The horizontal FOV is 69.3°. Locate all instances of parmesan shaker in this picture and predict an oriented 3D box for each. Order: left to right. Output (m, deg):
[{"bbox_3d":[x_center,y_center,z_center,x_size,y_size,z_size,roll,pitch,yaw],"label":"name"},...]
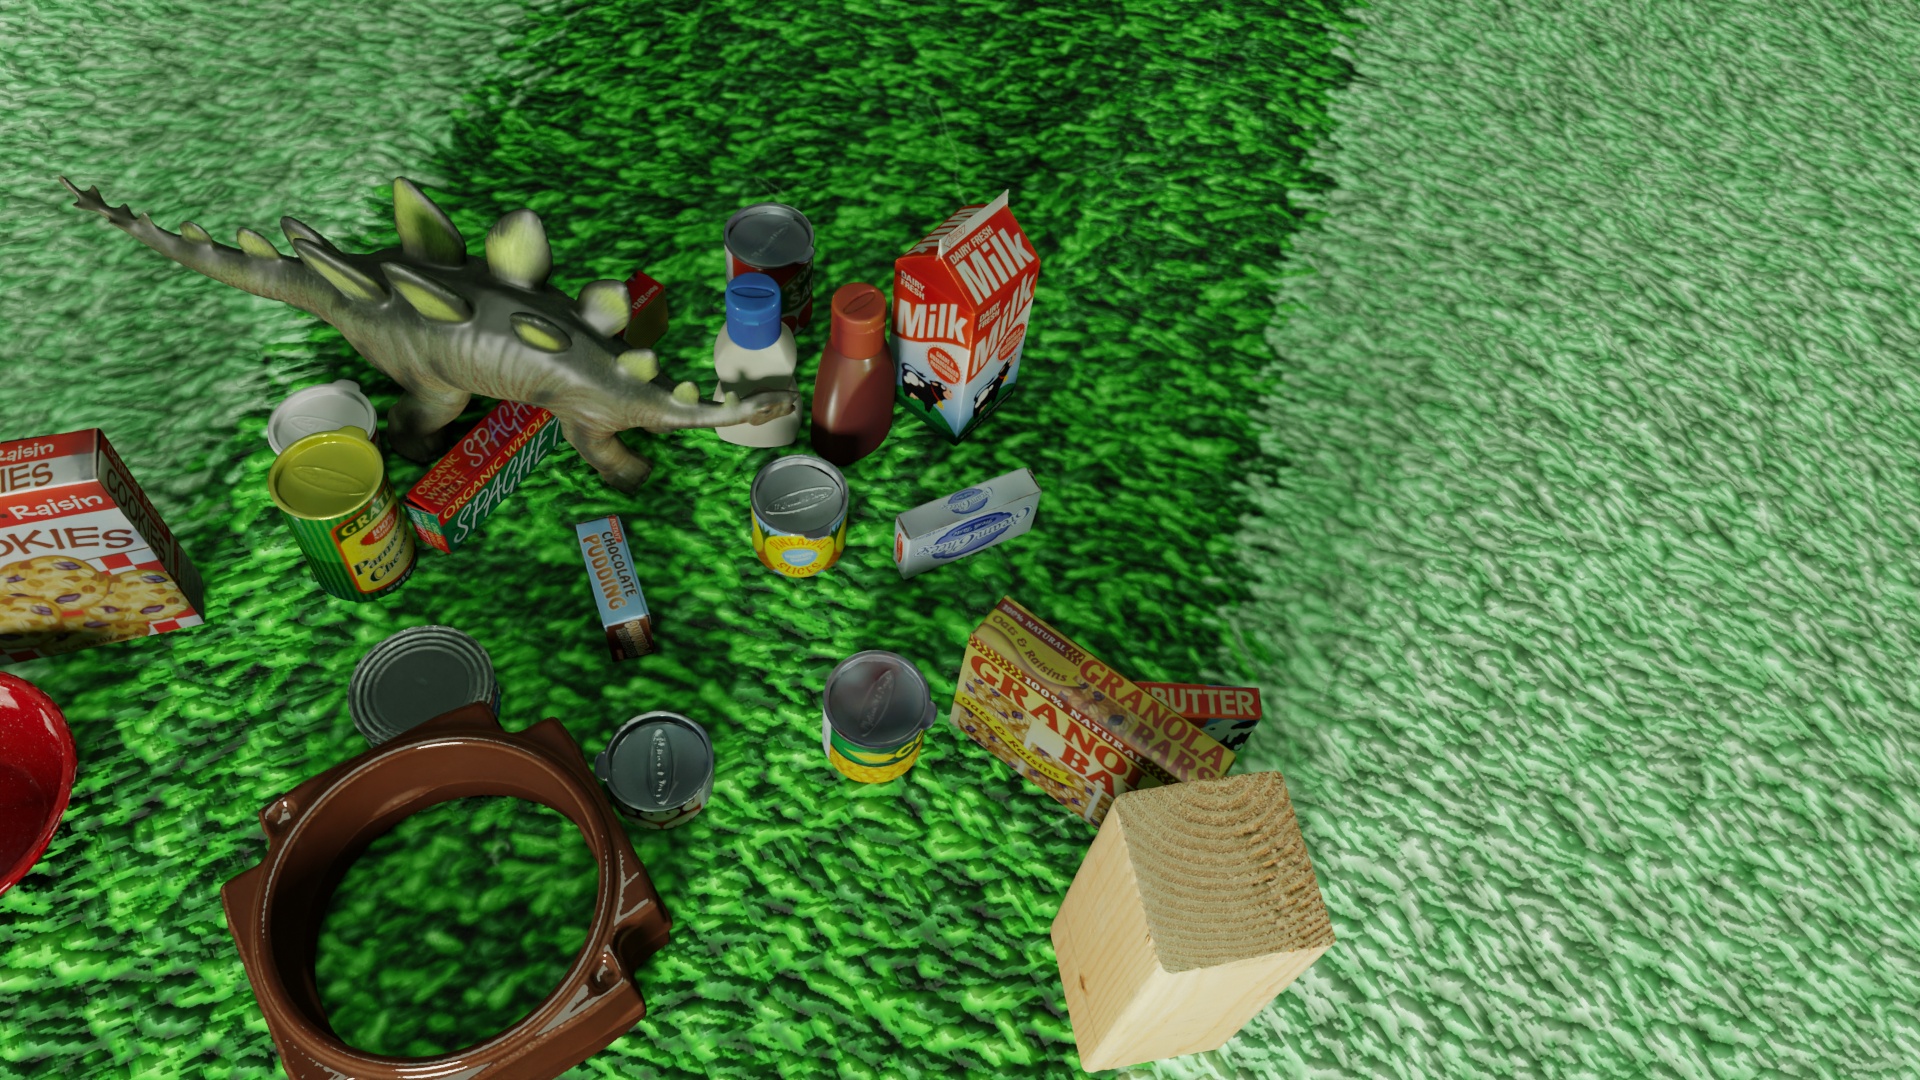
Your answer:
[{"bbox_3d":[-0.389,-0.015,0.886,0.071,0.102,0.071,3,57,-5],"label":"parmesan shaker"}]

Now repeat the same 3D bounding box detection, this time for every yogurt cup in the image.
[{"bbox_3d":[-0.426,-0.064,0.942,0.072,0.053,0.073,3,57,-5],"label":"yogurt cup"}]

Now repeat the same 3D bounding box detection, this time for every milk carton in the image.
[{"bbox_3d":[0.000,-0.161,0.977,0.073,0.189,0.072,38,61,16],"label":"milk carton"}]

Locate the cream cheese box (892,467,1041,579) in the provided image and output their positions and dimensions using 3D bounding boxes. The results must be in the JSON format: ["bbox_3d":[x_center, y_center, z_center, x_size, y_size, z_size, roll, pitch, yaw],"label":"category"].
[{"bbox_3d":[0.003,-0.012,0.963,0.104,0.053,0.024,-21,62,-19],"label":"cream cheese box"}]

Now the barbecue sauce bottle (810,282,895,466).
[{"bbox_3d":[-0.073,-0.116,0.964,0.044,0.147,0.065,42,62,18],"label":"barbecue sauce bottle"}]

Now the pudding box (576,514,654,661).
[{"bbox_3d":[-0.225,0.031,0.909,0.030,0.049,0.084,-15,60,-16],"label":"pudding box"}]

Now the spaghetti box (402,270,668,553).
[{"bbox_3d":[-0.292,-0.094,0.981,0.029,0.050,0.251,28,58,11],"label":"spaghetti box"}]

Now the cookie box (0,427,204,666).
[{"bbox_3d":[-0.539,0.007,0.814,0.123,0.166,0.040,-12,60,-15],"label":"cookie box"}]

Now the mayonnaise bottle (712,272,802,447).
[{"bbox_3d":[-0.141,-0.122,0.959,0.065,0.147,0.041,4,57,-5],"label":"mayonnaise bottle"}]

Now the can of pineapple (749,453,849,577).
[{"bbox_3d":[-0.110,-0.015,0.948,0.071,0.057,0.071,3,57,-5],"label":"can of pineapple"}]

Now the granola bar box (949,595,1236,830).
[{"bbox_3d":[0.076,0.119,0.845,0.166,0.123,0.039,35,60,15],"label":"granola bar box"}]

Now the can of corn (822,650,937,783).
[{"bbox_3d":[-0.051,0.112,0.873,0.071,0.058,0.071,3,57,-5],"label":"can of corn"}]

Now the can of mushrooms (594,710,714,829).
[{"bbox_3d":[-0.186,0.141,0.852,0.071,0.033,0.071,3,57,-5],"label":"can of mushrooms"}]

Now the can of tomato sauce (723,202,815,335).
[{"bbox_3d":[-0.142,-0.201,1.049,0.071,0.082,0.071,3,57,-5],"label":"can of tomato sauce"}]

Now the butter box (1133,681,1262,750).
[{"bbox_3d":[0.138,0.114,0.899,0.103,0.052,0.024,3,57,-5],"label":"butter box"}]
